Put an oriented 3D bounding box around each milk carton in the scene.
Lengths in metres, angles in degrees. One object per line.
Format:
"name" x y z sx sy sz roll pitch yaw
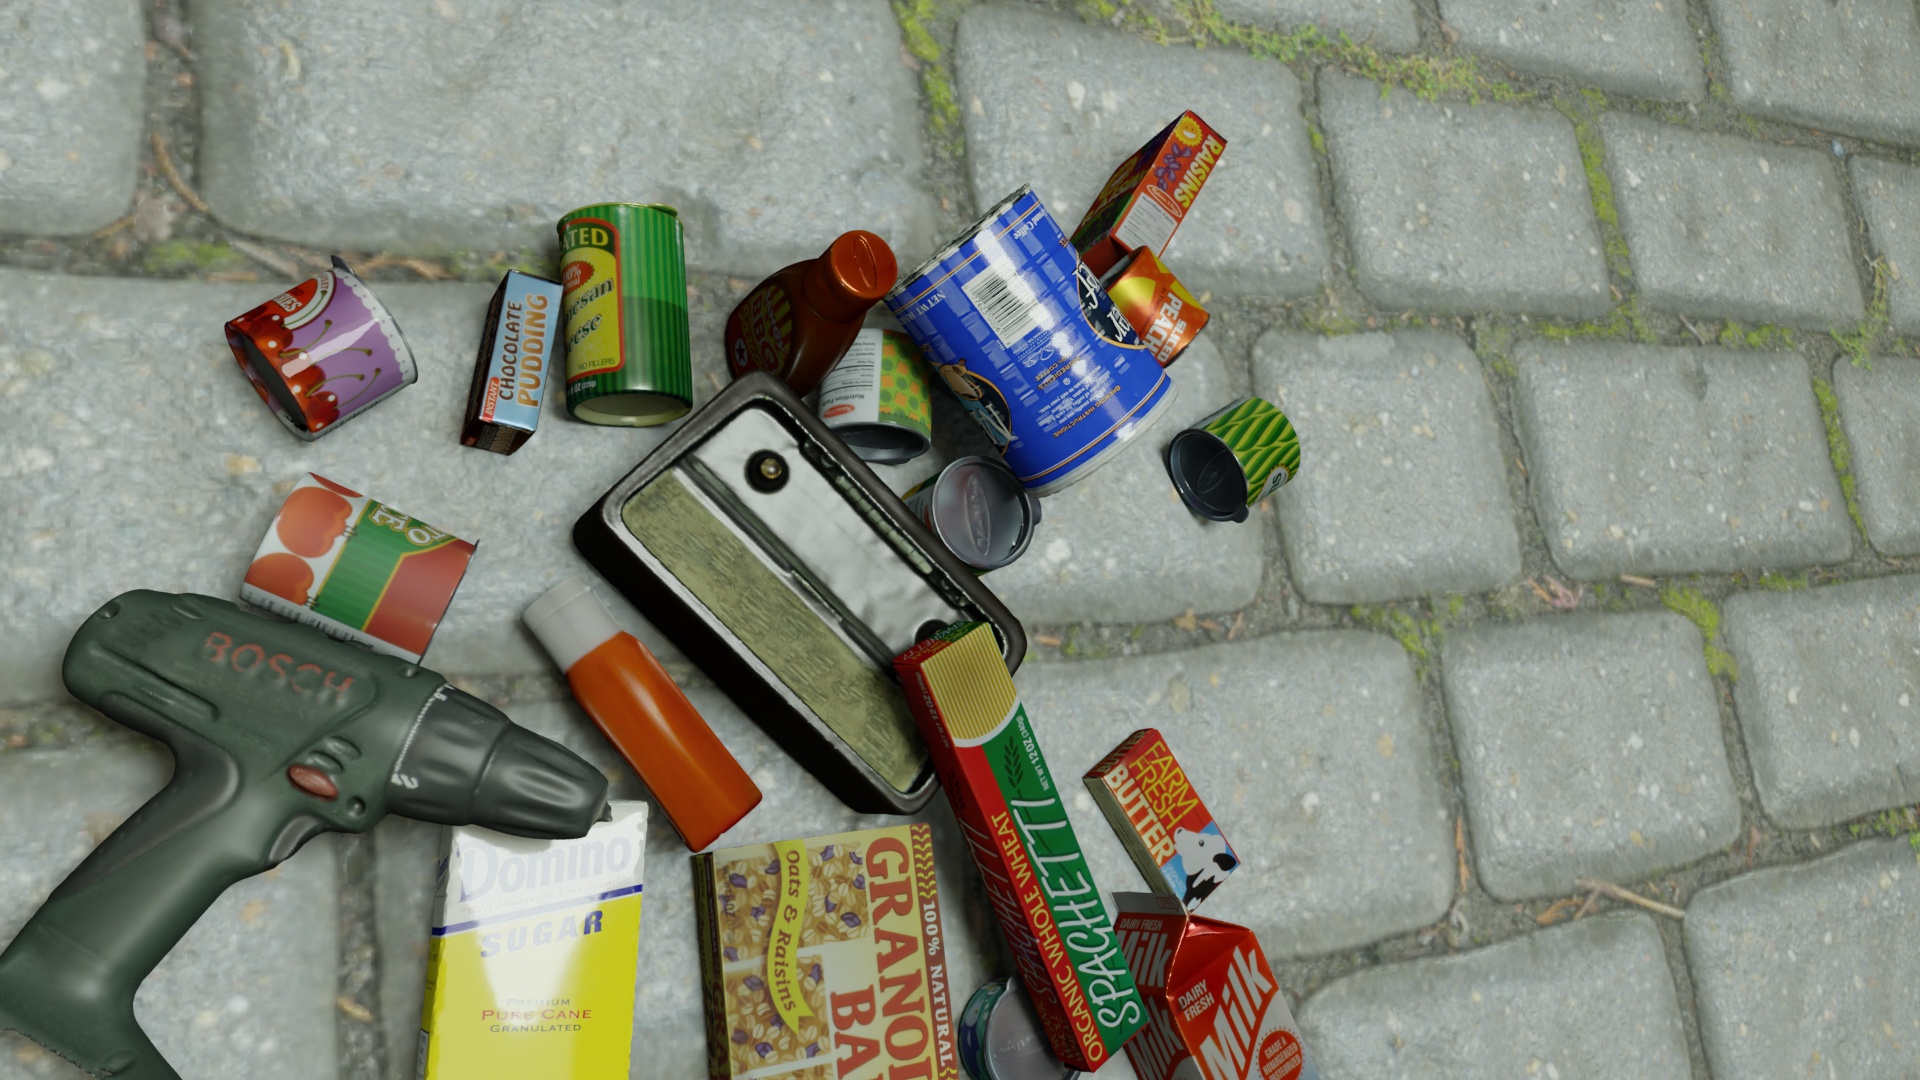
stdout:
"milk carton" 0.145 0.289 0.801 0.074 0.072 0.190 -24 89 -30

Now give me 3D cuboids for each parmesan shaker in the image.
"parmesan shaker" -0.175 -0.119 0.734 0.071 0.071 0.103 0 77 -28

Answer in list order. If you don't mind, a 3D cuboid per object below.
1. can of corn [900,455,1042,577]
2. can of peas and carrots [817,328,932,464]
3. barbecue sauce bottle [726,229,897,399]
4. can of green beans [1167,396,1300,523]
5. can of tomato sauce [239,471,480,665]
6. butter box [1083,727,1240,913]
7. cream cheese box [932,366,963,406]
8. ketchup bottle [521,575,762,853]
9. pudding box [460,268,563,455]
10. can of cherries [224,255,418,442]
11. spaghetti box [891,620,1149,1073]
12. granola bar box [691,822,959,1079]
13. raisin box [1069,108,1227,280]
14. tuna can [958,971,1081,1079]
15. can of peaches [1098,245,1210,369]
"can of corn" 0.003 -0.010 0.810 0.071 0.058 0.071 7 74 -26
"can of peas and carrots" -0.048 -0.082 0.798 0.071 0.070 0.059 9 73 -26
"barbecue sauce bottle" -0.080 -0.120 0.741 0.044 0.148 0.065 -12 84 -31
"can of green beans" 0.180 -0.054 0.911 0.058 0.071 0.071 -30 92 -31
"can of tomato sauce" -0.278 0.013 0.648 0.083 0.071 0.071 27 66 -19
"butter box" 0.123 0.171 0.847 0.053 0.024 0.103 -34 94 -30
"cream cheese box" 0.035 -0.088 0.850 0.104 0.053 0.024 32 63 -18
"ketchup bottle" -0.161 0.085 0.698 0.043 0.064 0.149 -38 88 -3
"pudding box" -0.229 -0.091 0.711 0.030 0.049 0.084 15 72 -26
"can of cherries" -0.305 -0.091 0.660 0.058 0.071 0.071 -39 97 -29
"spaghetti box" 0.035 0.163 0.733 0.050 0.028 0.249 -30 103 -34
"granola bar box" -0.068 0.237 0.719 0.124 0.039 0.166 -1 78 -28
"raisin box" 0.114 -0.212 0.905 0.040 0.086 0.124 38 63 -13
"tuna can" 0.034 0.273 0.768 0.071 0.032 0.071 7 74 -27
"can of peaches" 0.105 -0.133 0.825 0.058 0.071 0.071 46 61 -10
